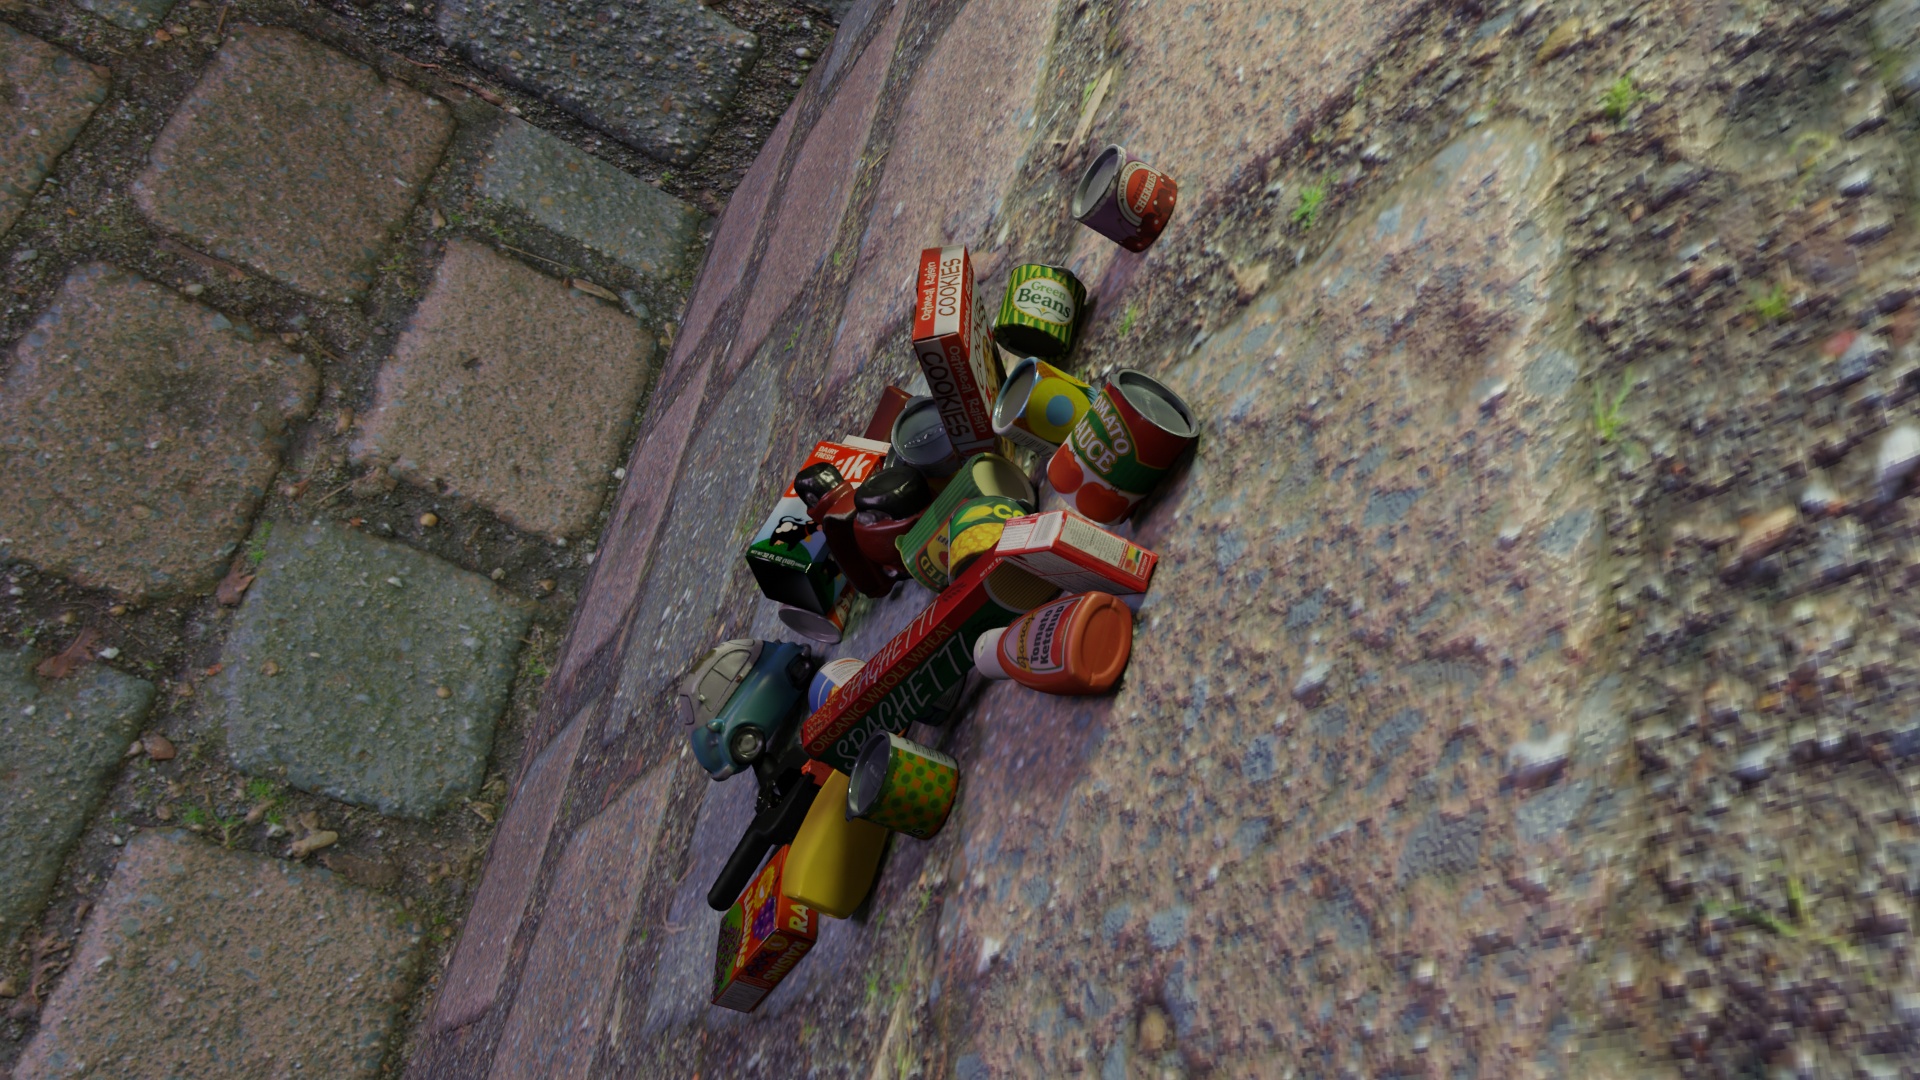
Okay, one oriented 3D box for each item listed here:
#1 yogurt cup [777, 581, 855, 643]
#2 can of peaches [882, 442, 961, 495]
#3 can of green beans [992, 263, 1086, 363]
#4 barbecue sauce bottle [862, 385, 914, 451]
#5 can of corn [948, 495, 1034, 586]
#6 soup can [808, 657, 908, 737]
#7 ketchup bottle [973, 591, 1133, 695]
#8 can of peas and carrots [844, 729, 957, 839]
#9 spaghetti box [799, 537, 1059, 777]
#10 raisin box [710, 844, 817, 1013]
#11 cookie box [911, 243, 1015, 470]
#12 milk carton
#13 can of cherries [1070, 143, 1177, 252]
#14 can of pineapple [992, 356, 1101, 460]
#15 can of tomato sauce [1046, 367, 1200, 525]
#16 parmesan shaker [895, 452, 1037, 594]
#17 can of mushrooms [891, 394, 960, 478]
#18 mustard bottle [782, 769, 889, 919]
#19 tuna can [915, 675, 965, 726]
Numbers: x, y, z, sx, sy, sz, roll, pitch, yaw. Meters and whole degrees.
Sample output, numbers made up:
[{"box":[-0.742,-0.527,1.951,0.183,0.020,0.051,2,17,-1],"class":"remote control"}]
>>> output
[{"box":[-0.139,0.063,1.375,0.072,0.072,0.054,-28,34,58],"class":"yogurt cup"},{"box":[-0.030,-0.072,1.266,0.071,0.058,0.071,-51,24,34],"class":"can of peaches"},{"box":[0.065,-0.187,1.149,0.071,0.071,0.058,-19,51,63],"class":"can of green beans"},{"box":[-0.087,-0.085,1.440,0.148,0.043,0.065,-63,21,7],"class":"barbecue sauce bottle"},{"box":[0.026,0.009,1.031,0.070,0.071,0.058,-50,26,36],"class":"can of corn"},{"box":[-0.084,0.140,1.153,0.071,0.071,0.084,-67,21,-2],"class":"soup can"},{"box":[0.057,0.072,0.916,0.148,0.043,0.065,-18,51,64],"class":"ketchup bottle"},{"box":[-0.044,0.181,1.015,0.070,0.059,0.071,-51,25,36],"class":"can of peas and carrots"},{"box":[-0.021,0.083,1.014,0.249,0.050,0.029,-44,27,20],"class":"spaghetti box"},{"box":[-0.164,0.328,1.173,0.122,0.040,0.086,-51,24,32],"class":"raisin box"},{"box":[0.005,-0.136,1.122,0.040,0.166,0.123,-11,43,12],"class":"cookie box"},{"box":[-0.125,-0.029,1.356,0.191,0.072,0.073,-61,-28,-31],"class":"milk carton"},{"box":[0.130,-0.270,1.096,0.071,0.058,0.072,-50,24,33],"class":"can of cherries"},{"box":[0.066,-0.102,1.065,0.070,0.058,0.071,-51,25,35],"class":"can of pineapple"},{"box":[0.104,-0.061,0.910,0.082,0.071,0.071,-54,24,30],"class":"can of tomato sauce"},{"box":[0.004,-0.014,1.098,0.102,0.071,0.072,-50,26,36],"class":"parmesan shaker"},{"box":[-0.024,-0.091,1.203,0.071,0.033,0.071,-7,65,16],"class":"can of mushrooms"},{"box":[-0.082,0.210,1.079,0.048,0.065,0.161,-18,44,57],"class":"mustard bottle"},{"box":[-0.026,0.110,1.088,0.070,0.033,0.071,-50,25,35],"class":"tuna can"}]
